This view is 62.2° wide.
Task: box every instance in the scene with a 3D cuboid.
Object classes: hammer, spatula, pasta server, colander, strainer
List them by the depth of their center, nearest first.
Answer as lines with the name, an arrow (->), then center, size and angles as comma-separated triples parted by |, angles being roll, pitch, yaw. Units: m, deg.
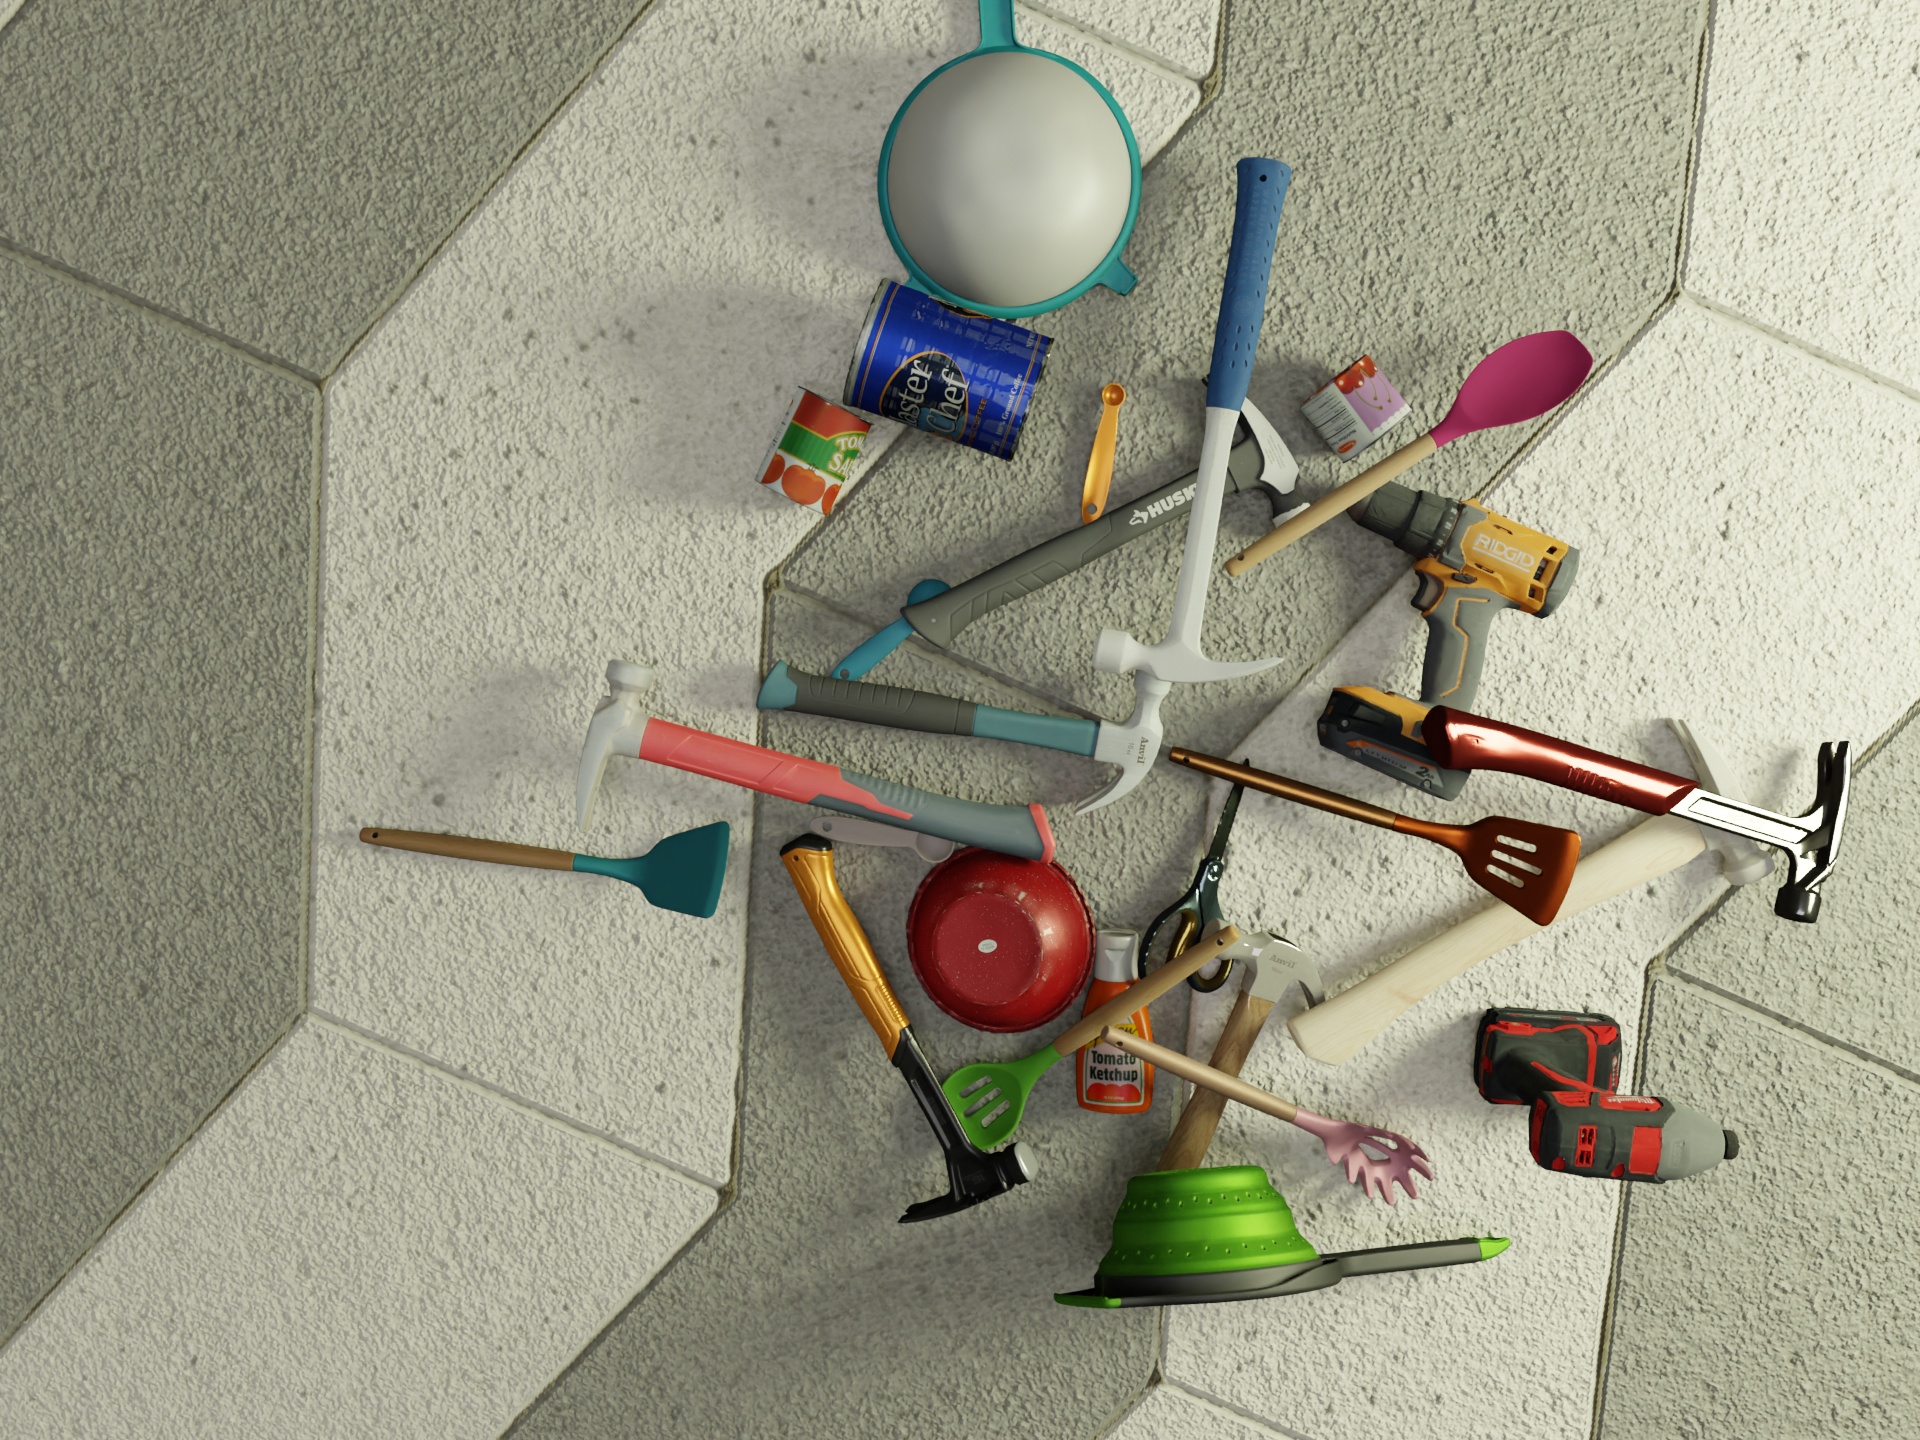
strainer -> 0.033, -0.487, 1.220 | 0.211, 0.095, 0.340 | -4, 97, 3
hammer -> 0.206, -0.227, 1.226 | 0.144, 0.035, 0.405 | 10, 90, 10
hammer -> 0.526, 0.042, 1.232 | 0.359, 0.037, 0.149 | 16, 83, -11
spatula -> 0.322, 0.075, 1.270 | 0.322, 0.041, 0.081 | 17, 106, 10
hammer -> 0.107, -0.151, 1.272 | 0.335, 0.035, 0.146 | -26, 95, 0
colander -> 0.267, 0.403, 1.280 | 0.397, 0.204, 0.094 | 1, 73, -20
hammer -> -0.115, 0.068, 1.285 | 0.386, 0.038, 0.143 | 15, 91, 0
hammer -> 0.446, 0.152, 1.285 | 0.410, 0.038, 0.146 | -28, 93, -1
pasta server -> 0.249, 0.315, 1.292 | 0.316, 0.040, 0.060 | 26, 110, -17
hammer -> -0.002, -0.004, 1.296 | 0.331, 0.033, 0.128 | 9, 107, 3
hammer -> -0.066, 0.251, 1.319 | 0.127, 0.034, 0.337 | -28, 89, 19
hammer -> 0.203, 0.329, 1.323 | 0.130, 0.031, 0.331 | 19, 101, -17
spatula -> -0.348, 0.110, 1.324 | 0.317, 0.044, 0.082 | 6, 71, 3

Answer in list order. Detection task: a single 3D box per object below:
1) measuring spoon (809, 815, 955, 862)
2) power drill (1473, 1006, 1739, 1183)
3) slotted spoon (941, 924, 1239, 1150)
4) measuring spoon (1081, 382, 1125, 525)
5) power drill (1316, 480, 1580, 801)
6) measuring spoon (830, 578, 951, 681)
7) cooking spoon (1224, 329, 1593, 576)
measuring spoon -> -0.065, 0.094, 1.329 | 0.124, 0.018, 0.034 | 8, 97, 8
power drill -> 0.489, 0.291, 1.224 | 0.143, 0.220, 0.078 | 4, 97, 2
slotted spoon -> 0.101, 0.256, 1.295 | 0.313, 0.031, 0.070 | -39, 83, 21
measuring spoon -> 0.114, -0.215, 1.291 | 0.021, 0.011, 0.117 | 8, 100, -11
power drill -> 0.361, -0.071, 1.264 | 0.185, 0.084, 0.226 | 25, 93, 2
measuring spoon -> -0.058, -0.068, 1.304 | 0.128, 0.021, 0.042 | -38, 94, 7
cooking spoon -> 0.343, -0.203, 1.234 | 0.319, 0.017, 0.069 | -32, 64, 5
